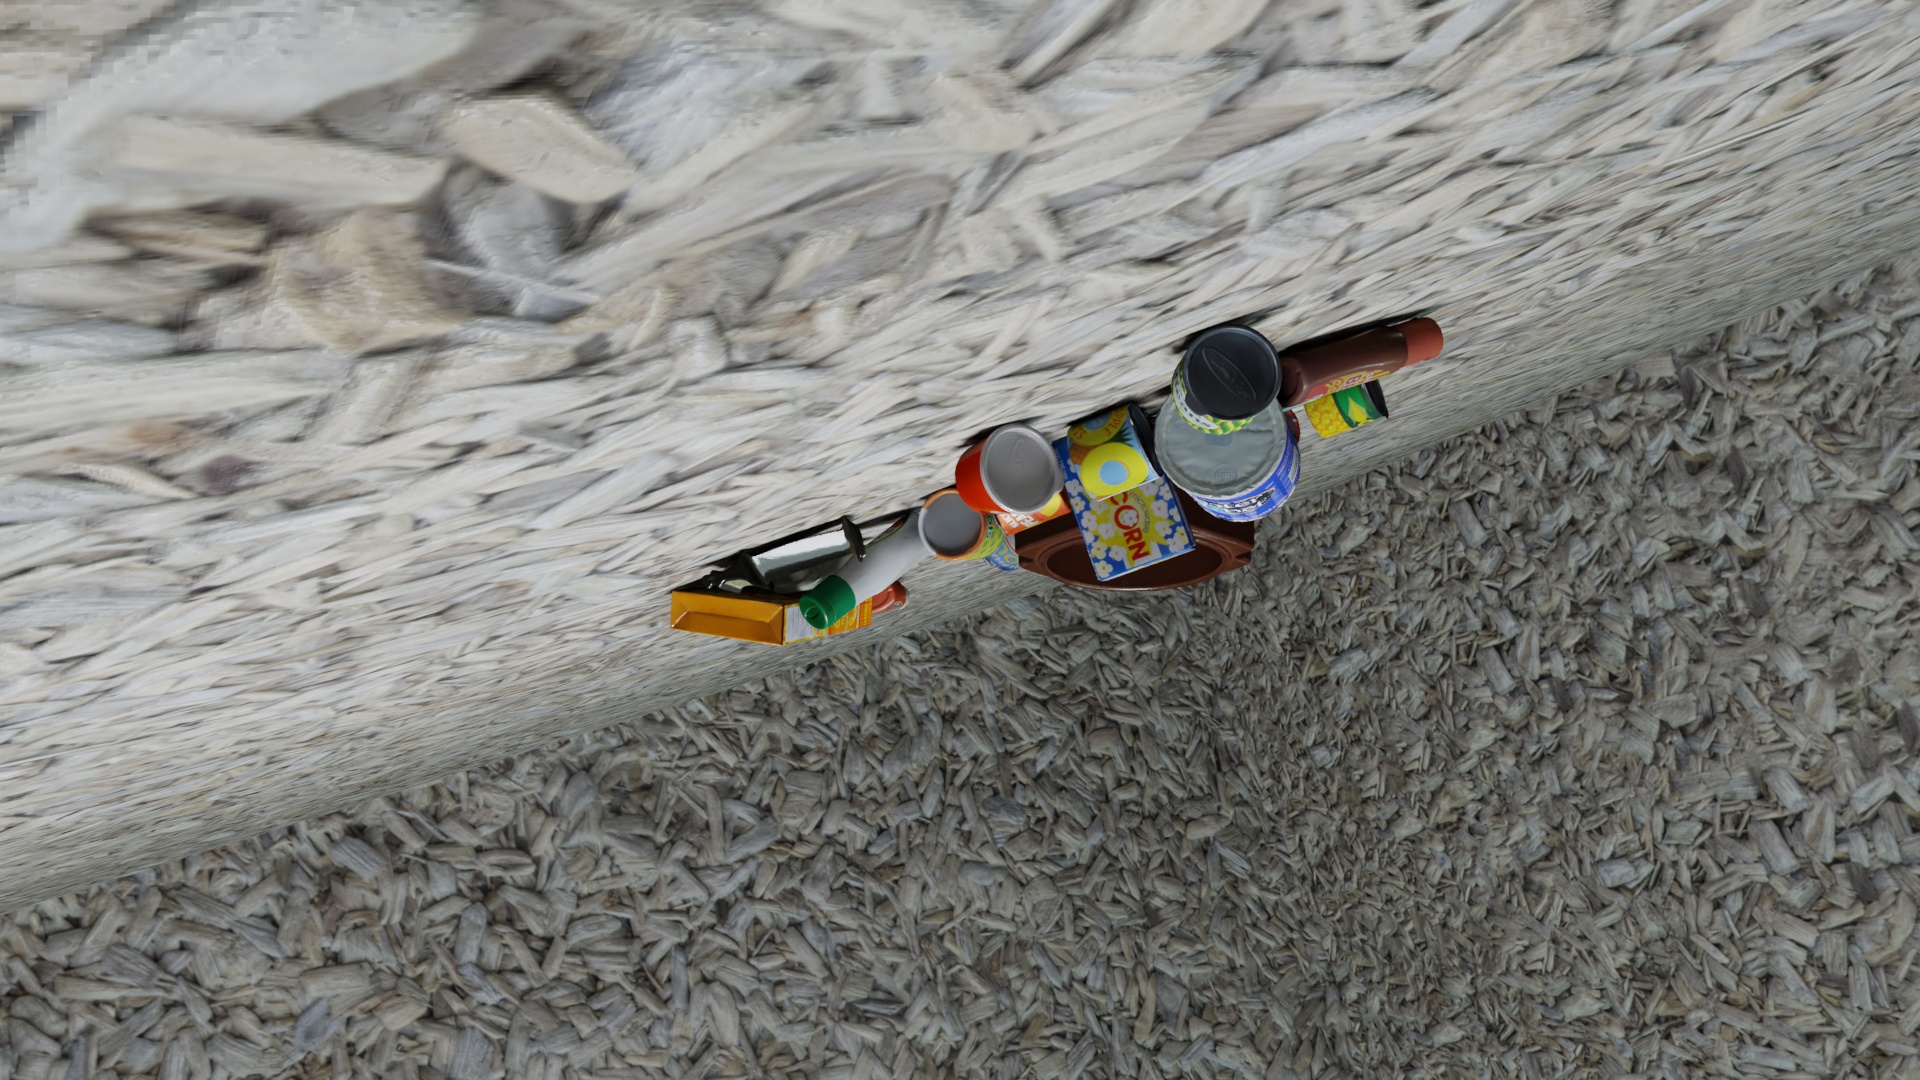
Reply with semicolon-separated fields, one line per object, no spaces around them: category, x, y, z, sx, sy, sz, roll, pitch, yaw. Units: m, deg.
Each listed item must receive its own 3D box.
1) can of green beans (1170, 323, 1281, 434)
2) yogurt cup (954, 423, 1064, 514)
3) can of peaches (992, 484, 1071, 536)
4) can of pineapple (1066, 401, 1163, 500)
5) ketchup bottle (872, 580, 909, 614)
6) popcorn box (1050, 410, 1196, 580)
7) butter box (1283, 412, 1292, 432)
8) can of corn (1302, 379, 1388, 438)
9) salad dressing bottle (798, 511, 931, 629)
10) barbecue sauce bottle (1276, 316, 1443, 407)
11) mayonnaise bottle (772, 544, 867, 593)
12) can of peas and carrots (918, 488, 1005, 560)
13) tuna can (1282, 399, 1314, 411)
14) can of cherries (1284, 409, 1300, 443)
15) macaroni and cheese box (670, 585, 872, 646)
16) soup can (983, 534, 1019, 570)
can of green beans;0.180;-0.109;0.948;0.071;0.071;0.058;-19;174;-2
yogurt cup;0.032;-0.050;1.041;0.072;0.072;0.054;-16;-179;-31
can of peaches;0.053;-0.043;1.141;0.058;0.071;0.071;-21;174;10
can of pineapple;0.124;-0.073;1.120;0.058;0.071;0.071;-21;174;19
ketchup bottle;-0.102;0.076;1.887;0.064;0.043;0.149;-20;175;9
popcorn box;0.139;-0.038;1.183;0.085;0.126;0.038;-21;176;18
butter box;0.265;-0.106;1.324;0.024;0.053;0.103;-18;175;-35
can of corn;0.350;-0.132;1.270;0.058;0.071;0.071;-21;174;28
salad dressing bottle;-0.083;0.028;1.267;0.148;0.044;0.064;-38;-177;-37
barbecue sauce bottle;0.330;-0.151;1.154;0.149;0.043;0.064;-18;173;-17
mayonnaise bottle;-0.123;0.025;1.332;0.064;0.041;0.148;-17;175;23
can of peas and carrots;0.004;-0.016;1.253;0.071;0.071;0.059;-21;173;21
tuna can;0.289;-0.135;1.222;0.071;0.033;0.071;-20;174;-2
can of cherries;0.297;-0.104;1.380;0.071;0.071;0.058;-18;172;-15
macaroni and cheese box;-0.177;0.066;1.327;0.124;0.040;0.167;6;-175;25
soup can;0.070;-0.008;1.529;0.071;0.071;0.083;-14;172;-39
